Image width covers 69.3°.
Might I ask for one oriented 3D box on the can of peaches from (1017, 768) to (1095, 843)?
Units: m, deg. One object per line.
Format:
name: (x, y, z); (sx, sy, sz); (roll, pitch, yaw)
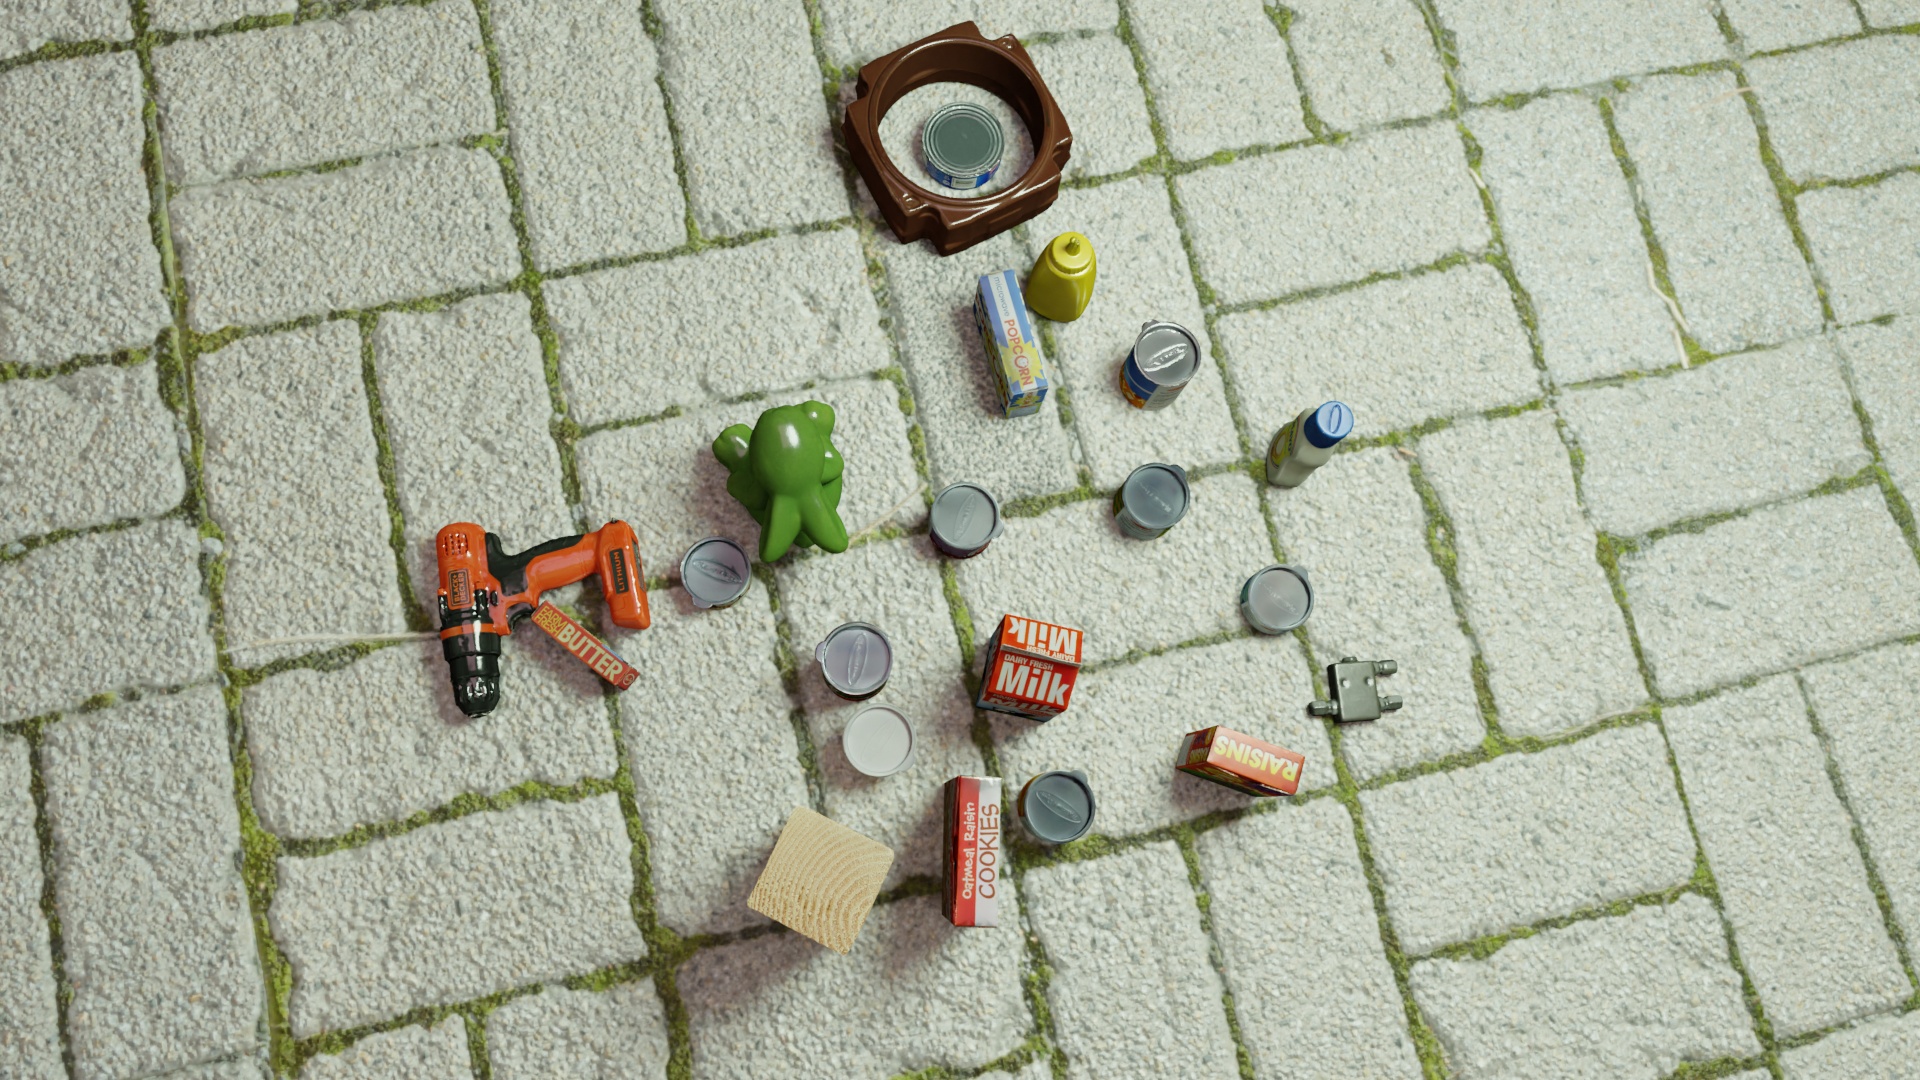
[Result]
can of peaches: (0.090, 0.245, 1.289); (0.071, 0.058, 0.071); (1, 78, -5)

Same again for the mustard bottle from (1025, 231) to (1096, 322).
mustard bottle: (0.103, -0.262, 1.350); (0.065, 0.160, 0.049); (22, 77, 0)

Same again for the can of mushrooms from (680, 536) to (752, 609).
can of mushrooms: (-0.233, 0.033, 1.321); (0.071, 0.033, 0.071); (1, 78, -5)

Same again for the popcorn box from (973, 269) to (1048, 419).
popcorn box: (0.048, -0.192, 1.368); (0.038, 0.085, 0.127); (-14, 79, -7)

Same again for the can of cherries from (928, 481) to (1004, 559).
can of cherries: (0.005, -0.017, 1.339); (0.071, 0.058, 0.071); (1, 78, -5)

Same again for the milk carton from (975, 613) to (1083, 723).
milk carton: (0.062, 0.115, 1.248); (0.072, 0.190, 0.073); (13, 77, -2)

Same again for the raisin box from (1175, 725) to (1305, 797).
raisin box: (0.255, 0.205, 1.278); (0.086, 0.123, 0.040); (21, 77, 0)

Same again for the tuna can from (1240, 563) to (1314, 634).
tuna can: (0.311, 0.056, 1.362); (0.071, 0.032, 0.071); (1, 78, -5)

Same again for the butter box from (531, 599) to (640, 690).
butter box: (-0.348, 0.098, 1.287); (0.103, 0.053, 0.024); (37, 78, 4)

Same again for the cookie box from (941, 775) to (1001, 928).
cookie box: (0.007, 0.272, 1.220); (0.040, 0.167, 0.123); (2, 78, -4)

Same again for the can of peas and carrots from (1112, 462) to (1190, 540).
can of peas and carrots: (0.187, -0.039, 1.360); (0.071, 0.058, 0.071); (1, 78, -5)

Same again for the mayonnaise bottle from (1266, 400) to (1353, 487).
mayonnaise bottle: (0.336, -0.097, 1.339); (0.041, 0.147, 0.065); (13, 77, -2)

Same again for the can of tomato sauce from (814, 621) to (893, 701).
can of tomato sauce: (-0.098, 0.114, 1.289); (0.071, 0.083, 0.071); (1, 78, -4)

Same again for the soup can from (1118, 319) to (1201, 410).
soup can: (0.195, -0.174, 1.377); (0.071, 0.083, 0.071); (1, 78, -4)

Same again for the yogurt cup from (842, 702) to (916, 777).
yogurt cup: (-0.076, 0.187, 1.290); (0.072, 0.054, 0.072); (1, 78, -5)
